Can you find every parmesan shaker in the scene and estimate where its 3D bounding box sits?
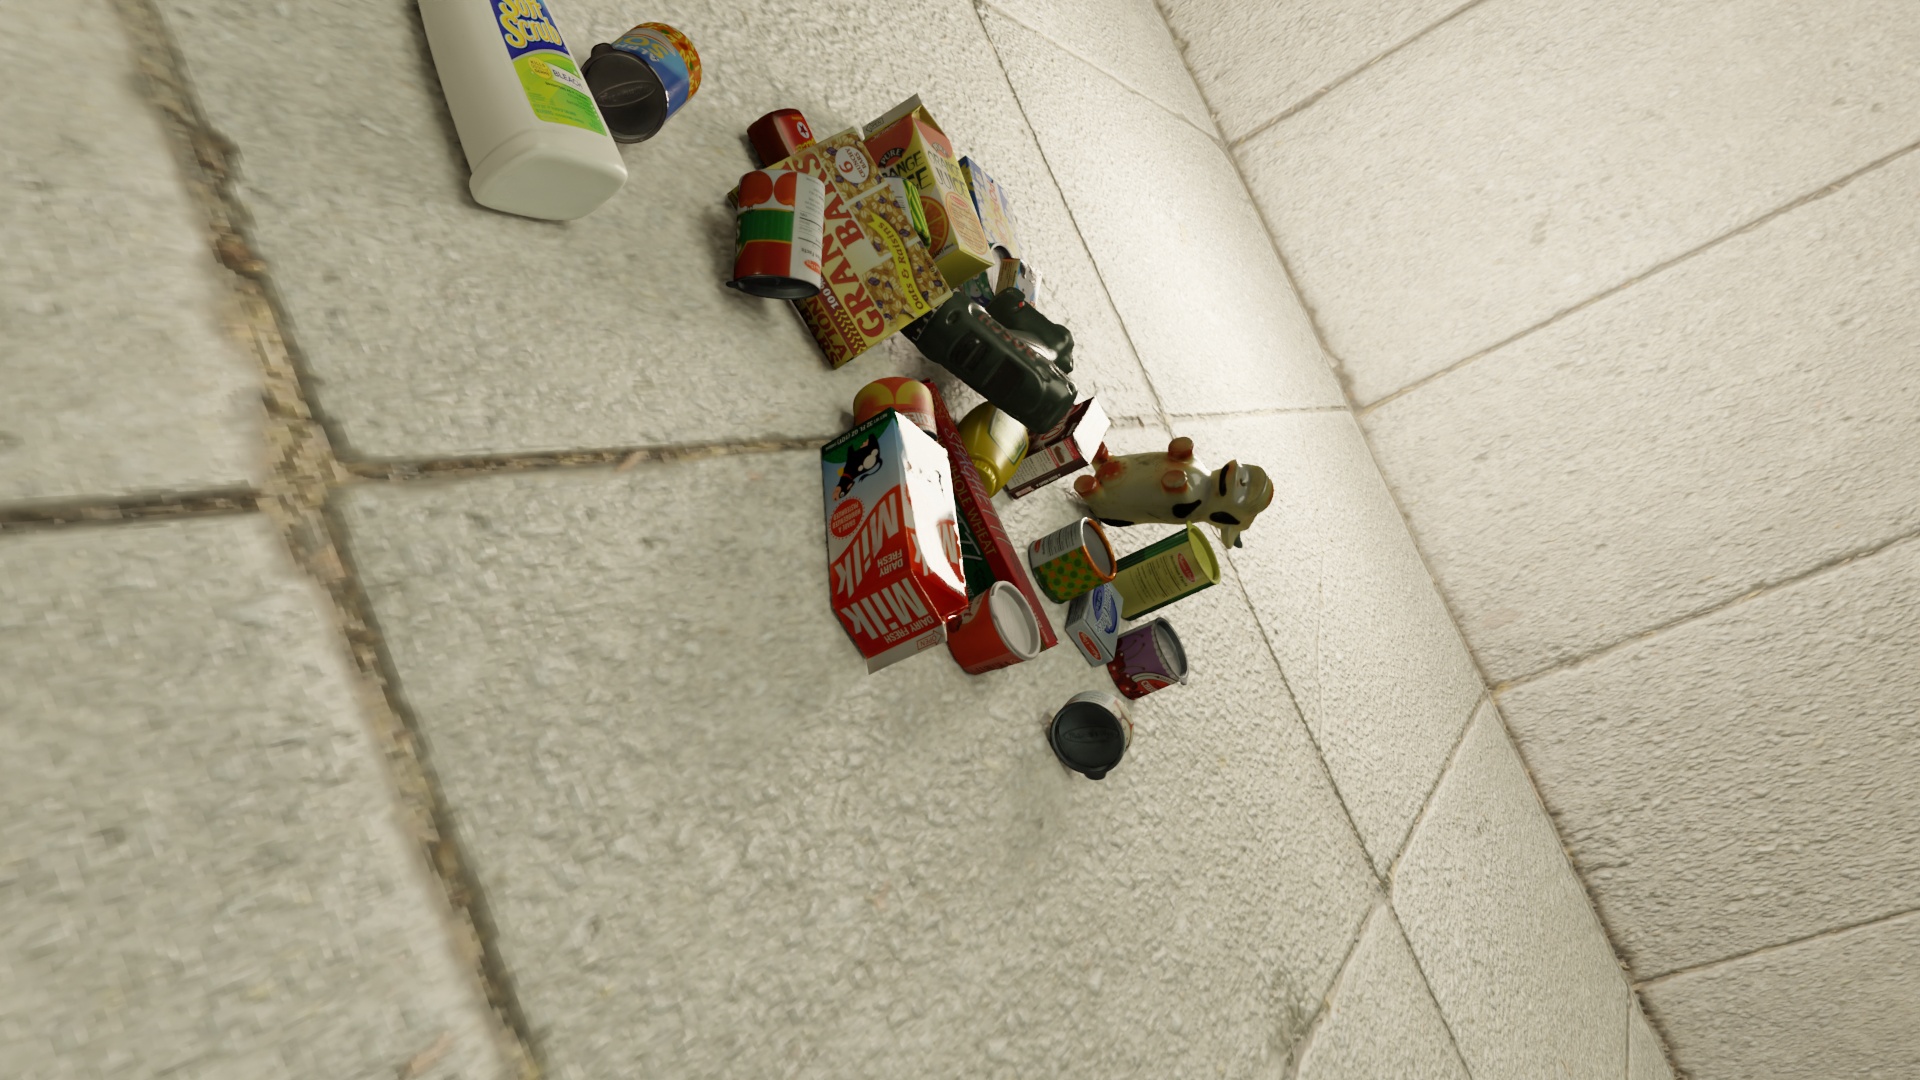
[{"bbox_3d":[0.206,0.032,1.430,0.071,0.103,0.072,43,32,-36],"label":"parmesan shaker"}]

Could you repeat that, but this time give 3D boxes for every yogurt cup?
[{"bbox_3d":[0.024,0.073,1.114,0.072,0.054,0.073,43,32,-36],"label":"yogurt cup"}]

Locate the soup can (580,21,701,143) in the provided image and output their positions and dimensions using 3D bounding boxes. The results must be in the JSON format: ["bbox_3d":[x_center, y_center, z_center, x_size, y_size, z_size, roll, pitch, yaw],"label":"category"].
[{"bbox_3d":[-0.232,-0.336,1.008,0.071,0.071,0.084,52,28,-23],"label":"soup can"}]

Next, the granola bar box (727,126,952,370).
[{"bbox_3d":[-0.096,-0.243,1.146,0.125,0.039,0.165,-38,102,-35],"label":"granola bar box"}]

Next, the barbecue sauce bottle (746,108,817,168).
[{"bbox_3d":[-0.126,-0.295,1.194,0.148,0.043,0.065,62,27,-3],"label":"barbecue sauce bottle"}]

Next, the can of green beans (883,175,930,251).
[{"bbox_3d":[-0.065,-0.291,1.277,0.071,0.071,0.058,23,48,-54],"label":"can of green beans"}]

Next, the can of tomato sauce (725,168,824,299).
[{"bbox_3d":[-0.140,-0.232,1.056,0.071,0.071,0.083,11,80,-59],"label":"can of tomato sauce"}]

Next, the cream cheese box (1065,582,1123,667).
[{"bbox_3d":[0.131,0.070,1.346,0.053,0.024,0.104,53,28,-20],"label":"cream cheese box"}]

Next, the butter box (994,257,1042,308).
[{"bbox_3d":[0.055,-0.235,1.437,0.053,0.024,0.103,13,87,-58],"label":"butter box"}]

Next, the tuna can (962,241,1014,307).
[{"bbox_3d":[0.029,-0.278,1.451,0.071,0.033,0.071,4,85,-59],"label":"tuna can"}]

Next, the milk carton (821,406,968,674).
[{"bbox_3d":[-0.048,0.004,1.024,0.073,0.072,0.191,36,37,-45],"label":"milk carton"}]

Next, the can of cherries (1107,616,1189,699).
[{"bbox_3d":[0.183,0.118,1.359,0.071,0.058,0.072,44,31,-36],"label":"can of cherries"}]

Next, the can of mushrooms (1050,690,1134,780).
[{"bbox_3d":[0.113,0.165,1.179,0.071,0.071,0.033,62,25,-3],"label":"can of mushrooms"}]

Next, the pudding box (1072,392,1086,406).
[{"bbox_3d":[0.111,-0.133,1.470,0.083,0.049,0.030,39,37,-39],"label":"pudding box"}]

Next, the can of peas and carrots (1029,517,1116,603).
[{"bbox_3d":[0.108,0.020,1.312,0.071,0.058,0.071,42,33,-36],"label":"can of peas and carrots"}]

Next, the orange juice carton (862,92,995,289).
[{"bbox_3d":[-0.041,-0.343,1.363,0.073,0.071,0.193,9,59,-60],"label":"orange juice carton"}]

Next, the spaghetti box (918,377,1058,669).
[{"bbox_3d":[0.004,-0.015,1.164,0.250,0.050,0.029,64,24,3],"label":"spaghetti box"}]

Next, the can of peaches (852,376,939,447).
[{"bbox_3d":[-0.050,-0.090,1.111,0.071,0.071,0.058,36,36,-44],"label":"can of peaches"}]

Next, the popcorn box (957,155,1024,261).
[{"bbox_3d":[0.026,-0.349,1.531,0.085,0.038,0.127,28,43,-48],"label":"popcorn box"}]

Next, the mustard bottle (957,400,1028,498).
[{"bbox_3d":[0.021,-0.072,1.248,0.065,0.048,0.161,49,29,-16],"label":"mustard bottle"}]
